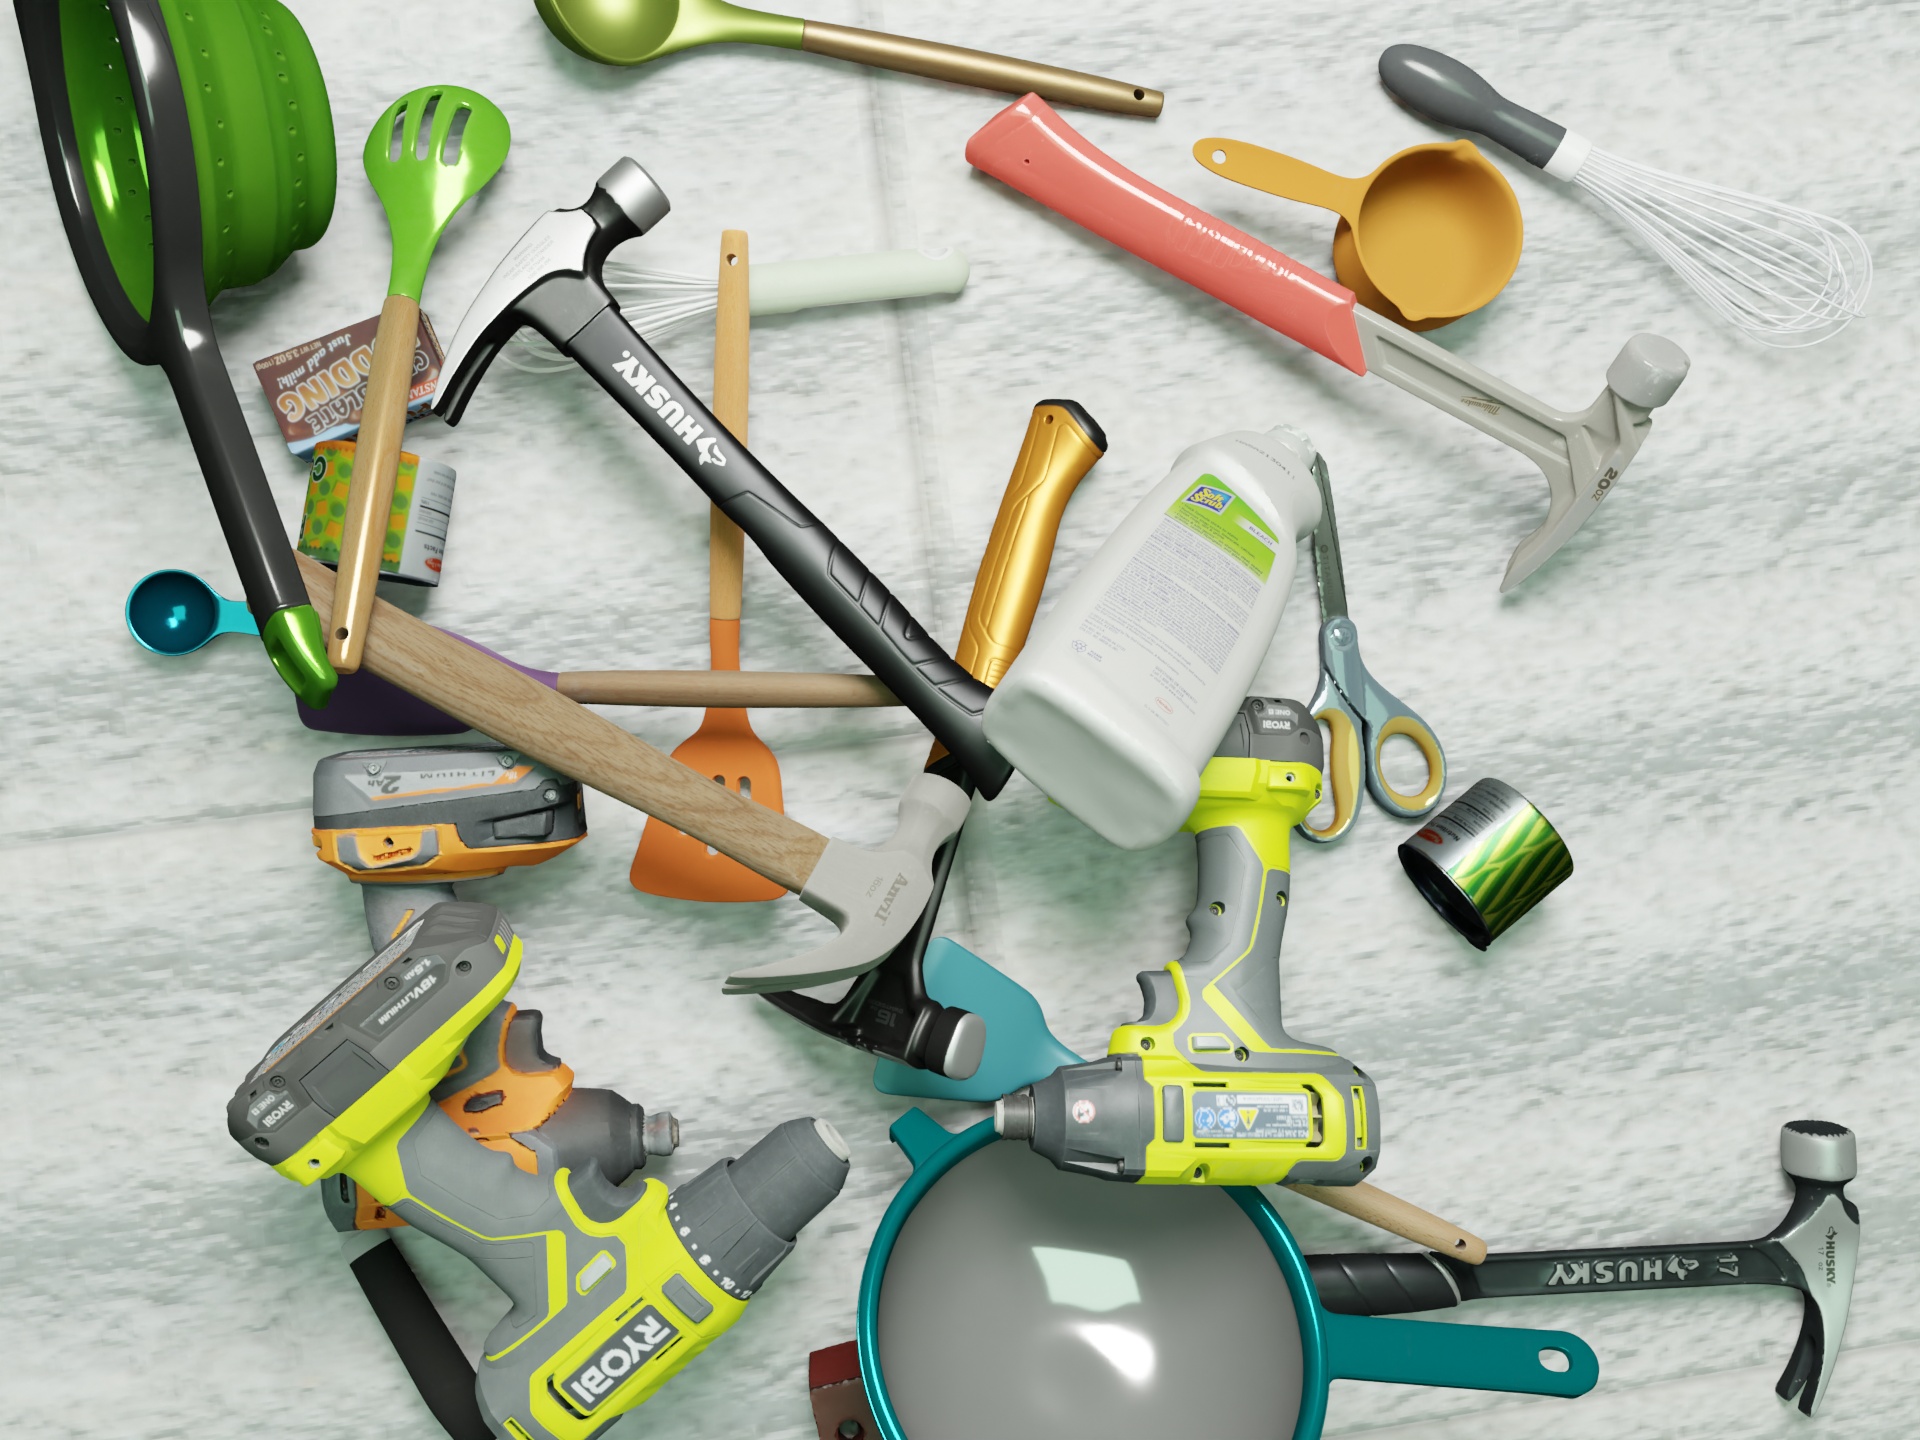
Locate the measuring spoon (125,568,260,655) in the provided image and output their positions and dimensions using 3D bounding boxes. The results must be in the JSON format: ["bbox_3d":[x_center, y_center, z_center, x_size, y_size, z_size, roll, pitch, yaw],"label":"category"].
[{"bbox_3d":[-0.339,-0.049,0.784,0.128,0.021,0.042,3,89,-14],"label":"measuring spoon"}]

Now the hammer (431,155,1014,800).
[{"bbox_3d":[-0.093,-0.092,0.732,0.146,0.035,0.335,-44,89,-3],"label":"hammer"}]

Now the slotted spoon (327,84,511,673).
[{"bbox_3d":[-0.258,-0.170,0.732,0.070,0.031,0.314,2,71,1],"label":"slotted spoon"}]

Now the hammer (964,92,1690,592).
[{"bbox_3d":[0.162,-0.203,0.796,0.359,0.149,0.037,30,48,5],"label":"hammer"}]

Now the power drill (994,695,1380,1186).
[{"bbox_3d":[0.102,0.104,0.755,0.171,0.080,0.223,2,71,-5],"label":"power drill"}]

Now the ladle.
[{"bbox_3d":[-0.051,-0.341,0.789,0.320,0.062,0.078,8,88,-8],"label":"ladle"}]

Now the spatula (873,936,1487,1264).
[{"bbox_3d":[0.115,0.205,0.795,0.317,0.044,0.082,23,84,4],"label":"spatula"}]

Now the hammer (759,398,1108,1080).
[{"bbox_3d":[-0.001,-0.003,0.786,0.127,0.034,0.337,12,79,32],"label":"hammer"}]

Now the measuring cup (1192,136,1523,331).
[{"bbox_3d":[0.196,-0.257,0.813,0.173,0.052,0.095,18,88,-3],"label":"measuring cup"}]

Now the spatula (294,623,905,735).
[{"bbox_3d":[-0.166,-0.018,0.762,0.316,0.018,0.059,1,109,3],"label":"spatula"}]

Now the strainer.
[{"bbox_3d":[0.117,0.299,0.740,0.340,0.095,0.211,7,50,-6],"label":"strainer"}]

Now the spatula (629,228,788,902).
[{"bbox_3d":[-0.115,-0.073,0.774,0.081,0.041,0.322,3,99,4],"label":"spatula"}]

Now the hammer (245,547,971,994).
[{"bbox_3d":[-0.167,0.015,0.711,0.331,0.031,0.130,27,62,1],"label":"hammer"}]

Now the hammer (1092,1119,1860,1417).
[{"bbox_3d":[0.269,0.293,0.826,0.409,0.036,0.149,-2,91,-5],"label":"hammer"}]

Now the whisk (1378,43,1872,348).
[{"bbox_3d":[0.343,-0.278,0.825,0.284,0.070,0.070,28,87,0],"label":"whisk"}]

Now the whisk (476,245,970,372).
[{"bbox_3d":[-0.116,-0.212,0.791,0.246,0.058,0.059,-8,125,-8],"label":"whisk"}]

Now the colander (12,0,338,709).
[{"bbox_3d":[-0.314,-0.195,0.707,0.094,0.204,0.397,-17,78,-36],"label":"colander"}]

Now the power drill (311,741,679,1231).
[{"bbox_3d":[-0.222,0.125,0.761,0.164,0.084,0.226,-3,94,-7],"label":"power drill"}]

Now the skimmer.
[{"bbox_3d":[-0.191,0.403,0.786,0.127,0.090,0.363,-35,83,-2],"label":"skimmer"}]

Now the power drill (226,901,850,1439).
[{"bbox_3d":[-0.179,0.192,0.699,0.190,0.080,0.228,-41,104,-2],"label":"power drill"}]
